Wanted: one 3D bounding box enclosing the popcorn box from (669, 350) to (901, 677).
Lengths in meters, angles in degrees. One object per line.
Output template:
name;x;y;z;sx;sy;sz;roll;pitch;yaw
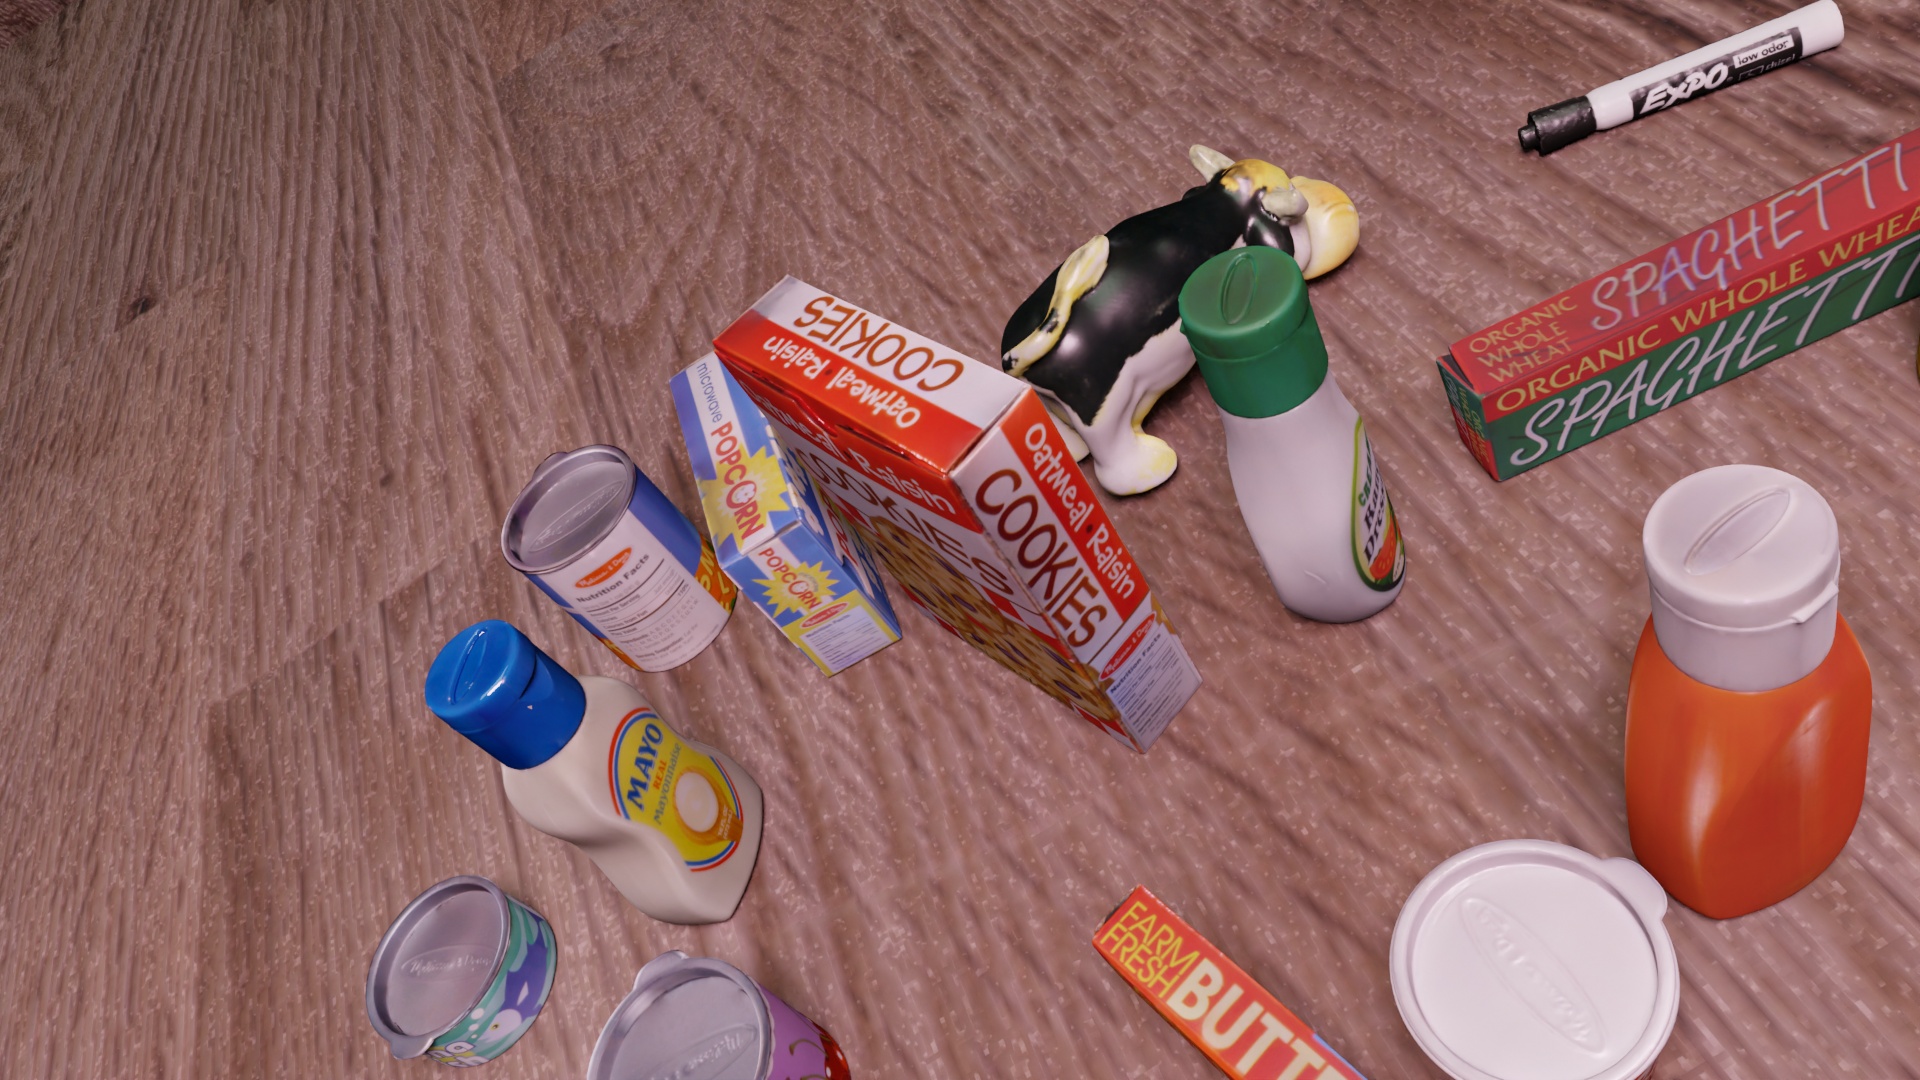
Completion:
popcorn box;-0.075;-0.016;0.583;0.038;0.085;0.127;-30;46;5

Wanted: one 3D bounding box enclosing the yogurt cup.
yogurt cup;0.153;0.121;0.367;0.072;0.053;0.073;-15;49;19

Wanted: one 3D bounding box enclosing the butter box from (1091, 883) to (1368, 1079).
butter box;0.085;0.143;0.387;0.024;0.053;0.104;-46;46;-10

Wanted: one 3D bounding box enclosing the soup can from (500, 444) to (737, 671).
soup can;-0.147;0.007;0.607;0.071;0.083;0.072;-16;49;19

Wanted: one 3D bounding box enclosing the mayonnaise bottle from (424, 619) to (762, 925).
mayonnaise bottle;-0.124;0.081;0.489;0.041;0.147;0.065;-9;51;24

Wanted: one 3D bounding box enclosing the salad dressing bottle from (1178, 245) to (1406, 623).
salad dressing bottle;0.108;-0.030;0.447;0.044;0.147;0.064;-3;54;28

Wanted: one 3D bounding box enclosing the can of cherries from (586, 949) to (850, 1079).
can of cherries;-0.077;0.175;0.450;0.071;0.058;0.072;-15;49;19

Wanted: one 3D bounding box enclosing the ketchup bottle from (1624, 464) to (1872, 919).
ketchup bottle;0.193;0.040;0.342;0.065;0.148;0.044;-39;46;-4

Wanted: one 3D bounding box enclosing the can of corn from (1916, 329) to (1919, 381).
can of corn;0.328;-0.070;0.418;0.071;0.058;0.071;-15;49;19

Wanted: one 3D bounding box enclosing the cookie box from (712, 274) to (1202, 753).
cookie box;0.002;-0.006;0.475;0.040;0.167;0.123;-49;47;-12

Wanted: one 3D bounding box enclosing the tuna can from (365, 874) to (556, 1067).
tuna can;-0.193;0.169;0.538;0.071;0.032;0.071;-15;49;18

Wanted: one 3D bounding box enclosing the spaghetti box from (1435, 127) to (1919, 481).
spaghetti box;0.287;-0.094;0.467;0.250;0.050;0.029;-25;46;10
